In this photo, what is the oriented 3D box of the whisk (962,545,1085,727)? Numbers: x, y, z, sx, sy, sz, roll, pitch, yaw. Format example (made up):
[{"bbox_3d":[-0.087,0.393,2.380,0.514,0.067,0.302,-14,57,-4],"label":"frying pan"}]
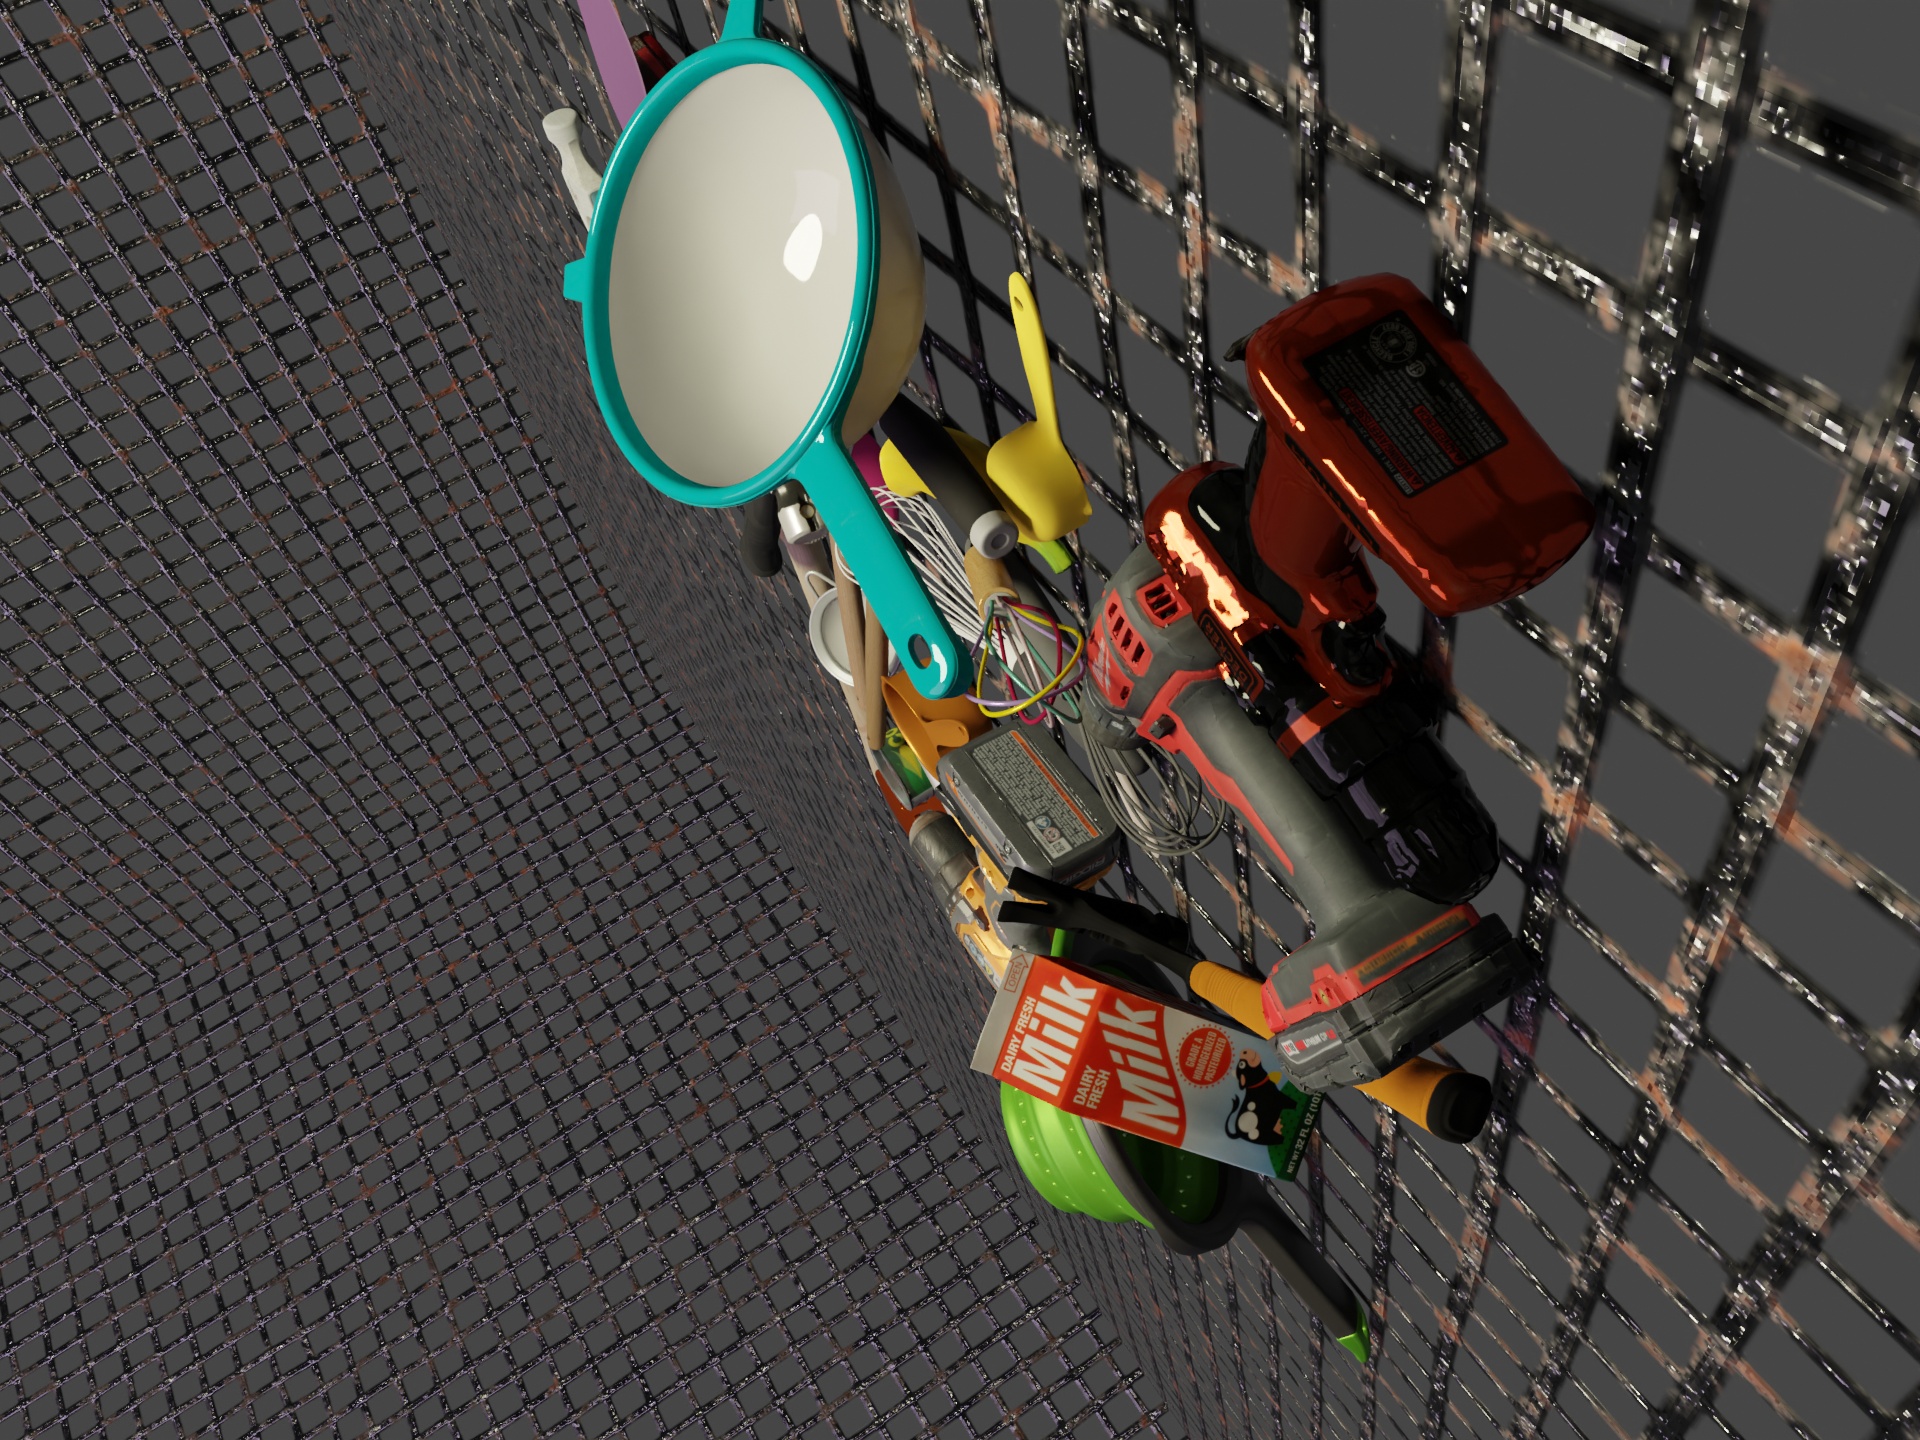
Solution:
[{"bbox_3d":[0.025,-0.049,0.757,0.051,0.047,0.245,23,-164,-12],"label":"whisk"}]

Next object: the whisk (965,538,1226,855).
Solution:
[{"bbox_3d":[0.064,-0.021,0.842,0.239,0.055,0.055,57,168,32],"label":"whisk"}]

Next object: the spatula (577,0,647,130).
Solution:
[{"bbox_3d":[-0.182,-0.312,0.990,0.060,0.018,0.315,43,159,34],"label":"spatula"}]

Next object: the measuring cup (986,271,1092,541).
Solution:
[{"bbox_3d":[0.027,-0.139,0.725,0.062,0.029,0.156,51,168,31],"label":"measuring cup"}]

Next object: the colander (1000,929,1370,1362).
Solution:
[{"bbox_3d":[0.139,0.307,1.048,0.396,0.094,0.205,51,-154,-22],"label":"colander"}]

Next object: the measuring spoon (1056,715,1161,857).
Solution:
[{"bbox_3d":[0.085,0.032,0.936,0.124,0.018,0.034,61,167,-14],"label":"measuring spoon"}]

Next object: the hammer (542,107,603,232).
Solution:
[{"bbox_3d":[-0.233,-0.354,1.233,0.331,0.033,0.128,49,164,37],"label":"hammer"}]

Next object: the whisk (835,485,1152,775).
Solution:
[{"bbox_3d":[0.015,-0.055,0.931,0.285,0.070,0.070,44,161,34],"label":"whisk"}]

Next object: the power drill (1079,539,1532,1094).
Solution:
[{"bbox_3d":[0.124,0.041,0.682,0.227,0.080,0.187,59,168,12],"label":"power drill"}]

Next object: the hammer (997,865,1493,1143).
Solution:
[{"bbox_3d":[0.143,0.142,0.828,0.127,0.034,0.337,19,180,-25],"label":"hammer"}]

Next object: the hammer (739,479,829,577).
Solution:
[{"bbox_3d":[-0.140,-0.162,1.124,0.335,0.035,0.146,141,107,-79],"label":"hammer"}]

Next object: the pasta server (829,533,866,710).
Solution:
[{"bbox_3d":[-0.091,-0.120,1.133,0.315,0.040,0.060,84,162,-45],"label":"pasta server"}]

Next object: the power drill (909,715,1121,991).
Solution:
[{"bbox_3d":[0.027,0.093,1.096,0.186,0.084,0.226,52,156,29],"label":"power drill"}]

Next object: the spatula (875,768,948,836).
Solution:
[{"bbox_3d":[-0.005,0.074,1.338,0.081,0.041,0.323,61,167,-8],"label":"spatula"}]

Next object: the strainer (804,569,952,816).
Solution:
[{"bbox_3d":[-0.045,-0.009,1.258,0.087,0.050,0.258,-30,87,36],"label":"strainer"}]

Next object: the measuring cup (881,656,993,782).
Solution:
[{"bbox_3d":[-0.002,-0.004,1.121,0.095,0.052,0.173,61,166,-8],"label":"measuring cup"}]

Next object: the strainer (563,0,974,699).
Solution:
[{"bbox_3d":[-0.056,-0.154,0.743,0.211,0.095,0.341,-44,65,35],"label":"strainer"}]

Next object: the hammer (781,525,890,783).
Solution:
[{"bbox_3d":[-0.113,-0.079,1.411,0.146,0.038,0.410,51,166,38],"label":"hammer"}]

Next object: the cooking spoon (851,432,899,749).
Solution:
[{"bbox_3d":[-0.059,-0.079,1.134,0.069,0.017,0.318,55,157,31],"label":"cooking spoon"}]

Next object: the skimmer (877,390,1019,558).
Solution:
[{"bbox_3d":[-0.088,-0.192,0.855,0.364,0.090,0.127,55,150,39],"label":"skimmer"}]
